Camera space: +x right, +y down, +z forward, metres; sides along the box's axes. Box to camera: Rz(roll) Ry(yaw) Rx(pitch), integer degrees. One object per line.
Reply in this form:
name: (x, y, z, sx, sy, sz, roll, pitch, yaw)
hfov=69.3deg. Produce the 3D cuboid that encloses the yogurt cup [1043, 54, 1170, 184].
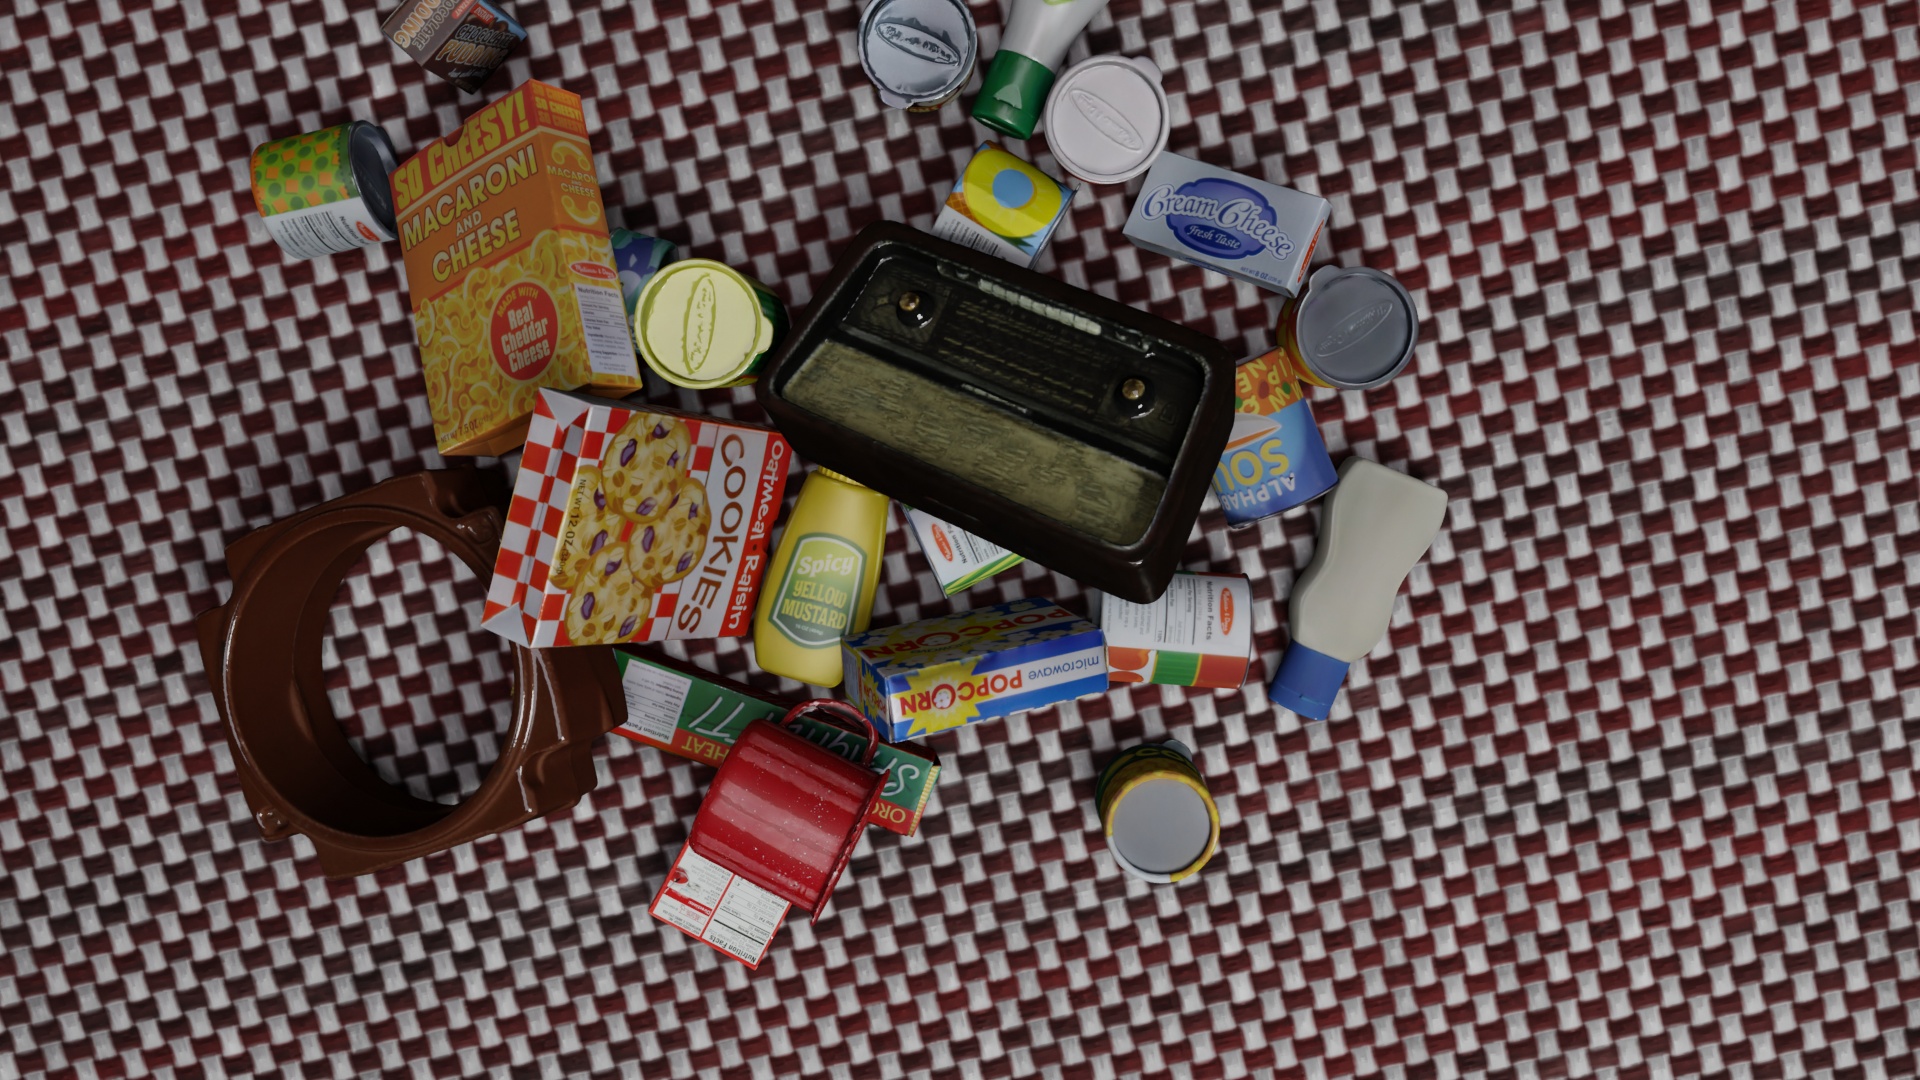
yogurt cup: (0.079, -0.228, 0.766, 0.072, 0.054, 0.072, 0, 96, 1)

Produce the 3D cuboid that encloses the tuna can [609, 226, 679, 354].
tuna can: (-0.182, -0.136, 0.771, 0.033, 0.071, 0.071, 14, 96, -1)

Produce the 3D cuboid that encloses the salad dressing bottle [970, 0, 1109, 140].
salad dressing bottle: (0.051, -0.297, 0.765, 0.064, 0.044, 0.147, 23, 96, 0)

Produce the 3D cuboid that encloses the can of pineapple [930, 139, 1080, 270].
can of pineapple: (0.024, -0.180, 0.767, 0.058, 0.071, 0.071, 31, 95, -2)

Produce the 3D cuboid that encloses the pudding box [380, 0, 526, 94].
pudding box: (-0.273, -0.276, 0.753, 0.030, 0.084, 0.049, 44, 95, -6)

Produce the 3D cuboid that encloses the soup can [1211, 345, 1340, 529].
soup can: (0.163, -0.057, 0.774, 0.071, 0.071, 0.083, -24, 94, 3)

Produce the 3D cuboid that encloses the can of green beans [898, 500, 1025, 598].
can of green beans: (0.003, -0.009, 0.780, 0.058, 0.071, 0.071, -26, 95, -3)

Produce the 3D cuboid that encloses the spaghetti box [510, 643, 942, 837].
spaghetti box: (-0.136, 0.109, 0.814, 0.250, 0.029, 0.050, 20, 96, -1)

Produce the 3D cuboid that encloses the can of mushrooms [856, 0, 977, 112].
can of mushrooms: (-0.025, -0.272, 0.774, 0.071, 0.033, 0.071, 0, 96, 0)

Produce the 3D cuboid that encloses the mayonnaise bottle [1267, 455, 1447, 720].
mayonnaise bottle: (0.221, 0.029, 0.796, 0.065, 0.041, 0.148, 22, 96, -1)

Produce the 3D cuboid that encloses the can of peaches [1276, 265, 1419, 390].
can of peaches: (0.213, -0.119, 0.773, 0.071, 0.058, 0.071, 0, 96, 2)

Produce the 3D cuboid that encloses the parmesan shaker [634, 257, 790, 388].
parmesan shaker: (-0.129, -0.115, 0.756, 0.071, 0.103, 0.071, 0, 96, 1)

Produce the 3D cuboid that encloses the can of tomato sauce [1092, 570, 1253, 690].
can of tomato sauce: (0.118, 0.050, 0.788, 0.083, 0.071, 0.071, 4, 96, 1)

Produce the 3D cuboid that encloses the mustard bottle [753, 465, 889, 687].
mustard bottle: (-0.073, 0.001, 0.793, 0.065, 0.049, 0.160, 14, 96, -6)

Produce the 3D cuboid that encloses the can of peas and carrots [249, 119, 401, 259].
can of peas and carrots: (-0.349, -0.196, 0.771, 0.059, 0.071, 0.071, -12, 95, 3)

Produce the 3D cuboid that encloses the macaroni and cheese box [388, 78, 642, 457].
macaroni and cheese box: (-0.241, -0.142, 0.743, 0.123, 0.040, 0.166, -19, 80, 31)

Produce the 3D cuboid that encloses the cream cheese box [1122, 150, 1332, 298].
cream cheese box: (0.146, -0.175, 0.764, 0.104, 0.024, 0.053, 25, 96, 27)

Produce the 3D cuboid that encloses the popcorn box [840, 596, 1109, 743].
popcorn box: (0.007, 0.068, 0.760, 0.127, 0.085, 0.038, -11, 105, -19)

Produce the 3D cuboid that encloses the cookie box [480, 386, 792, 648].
cookie box: (-0.163, -0.009, 0.737, 0.040, 0.167, 0.122, 18, 97, 28)

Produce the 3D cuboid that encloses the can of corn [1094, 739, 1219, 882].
can of corn: (0.114, 0.154, 0.800, 0.071, 0.058, 0.071, 0, 96, 1)
